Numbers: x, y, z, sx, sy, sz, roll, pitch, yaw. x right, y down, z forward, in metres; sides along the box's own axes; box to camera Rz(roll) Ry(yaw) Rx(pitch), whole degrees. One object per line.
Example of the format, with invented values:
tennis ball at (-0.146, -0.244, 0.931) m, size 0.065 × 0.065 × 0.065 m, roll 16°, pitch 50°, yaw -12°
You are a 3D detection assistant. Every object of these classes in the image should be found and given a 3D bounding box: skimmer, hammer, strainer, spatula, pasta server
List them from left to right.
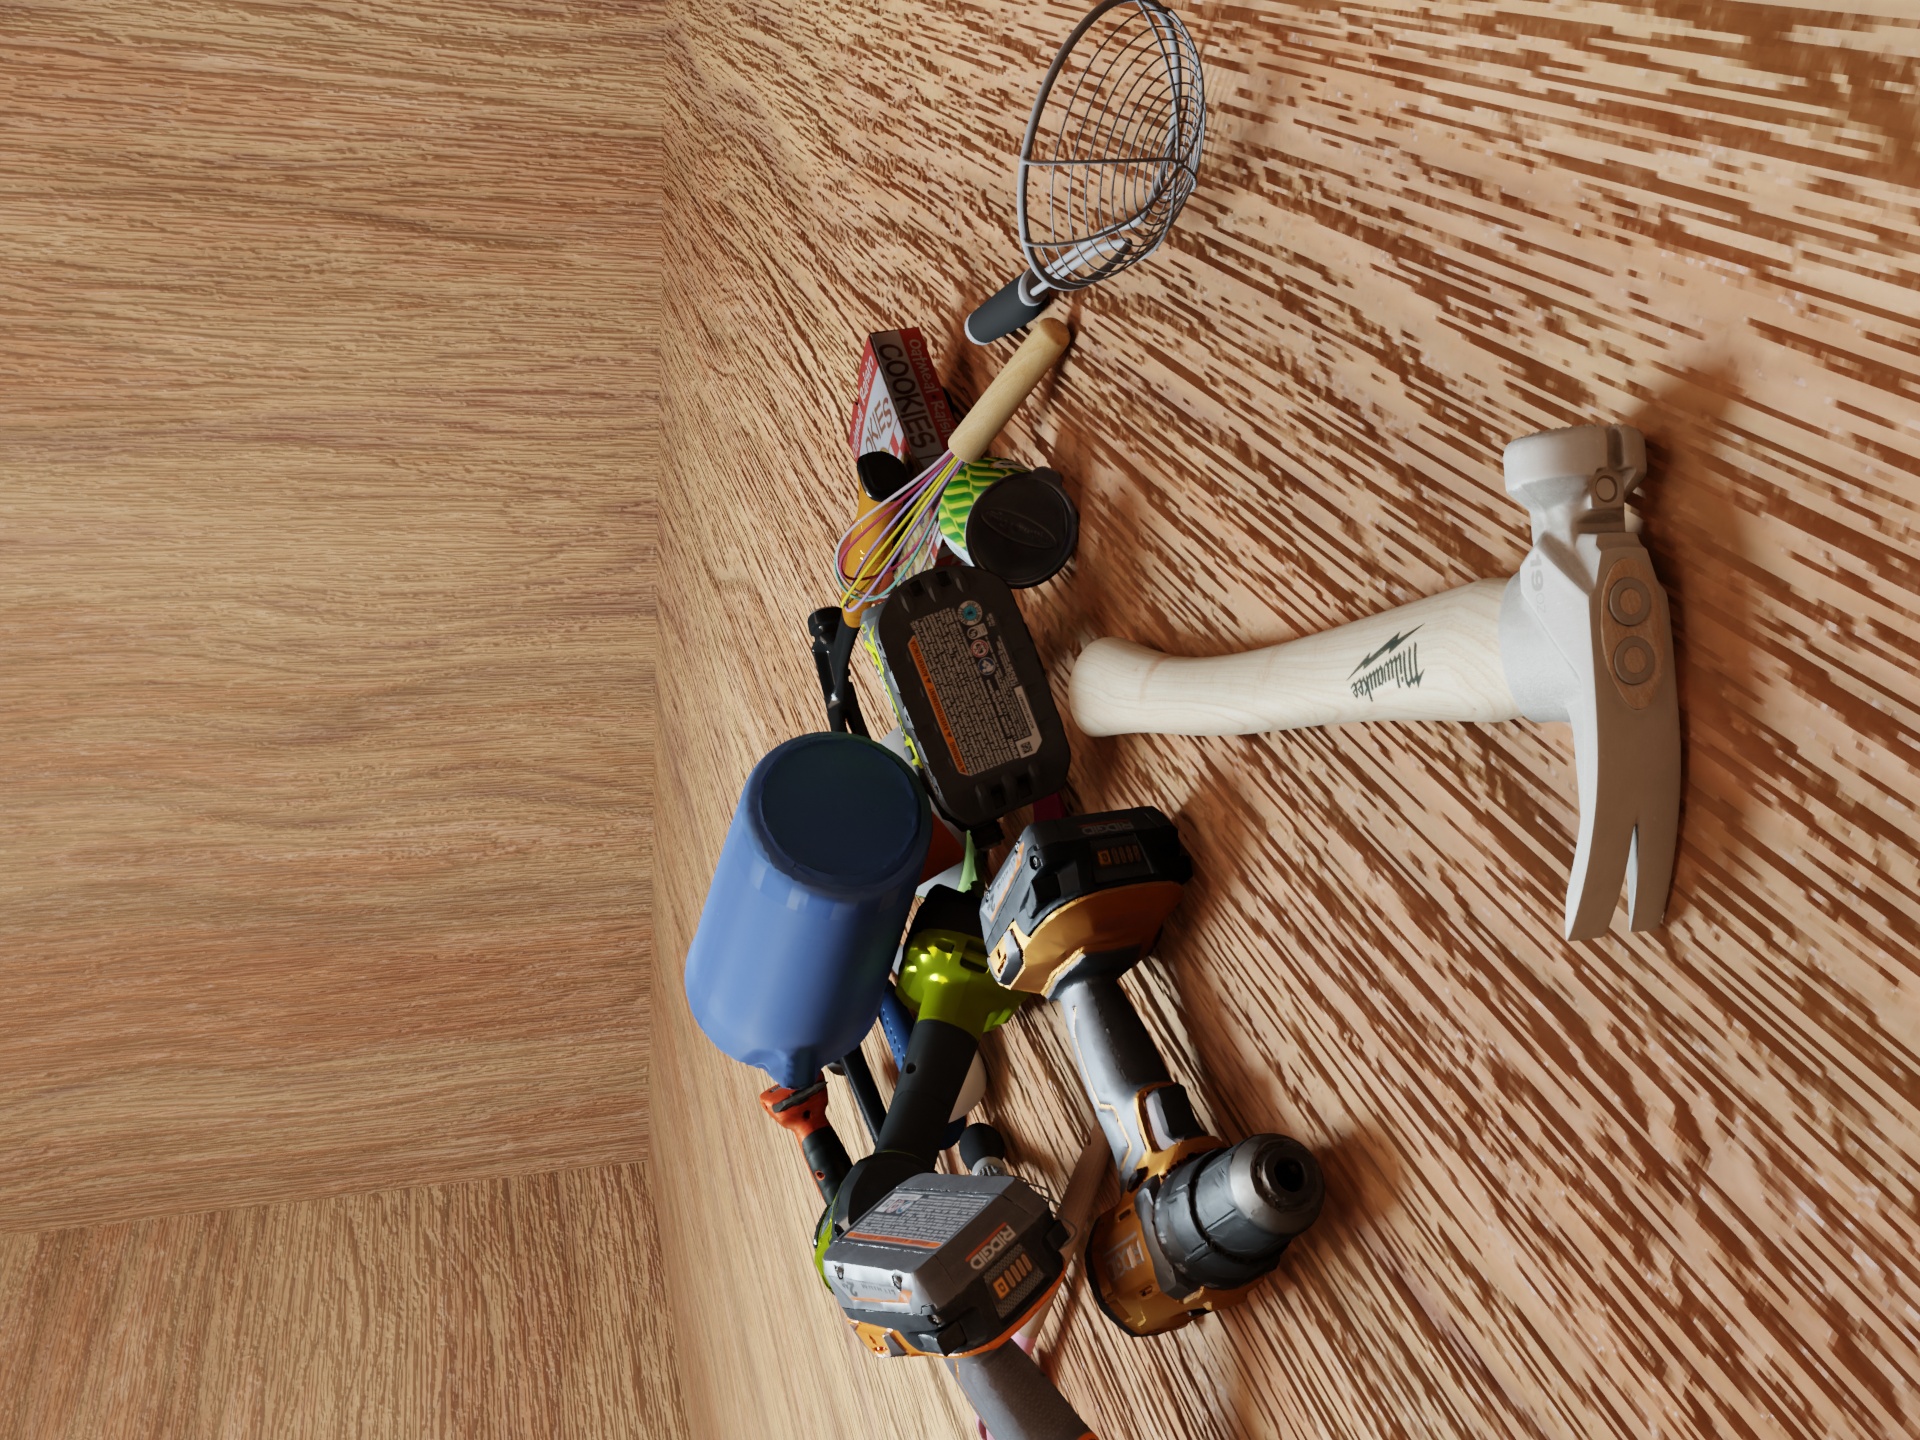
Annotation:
hammer at (-0.073, -0.087, 1.154) m, size 0.336 × 0.034 × 0.127 m, roll 114°, pitch 145°, yaw -66°
spatula at (-0.066, 0.117, 1.134) m, size 0.081 × 0.041 × 0.322 m, roll 46°, pitch 159°, yaw 6°
hammer at (-0.069, 0.213, 1.322) m, size 0.406 × 0.035 × 0.144 m, roll -128°, pitch 39°, yaw -63°
hammer at (-0.047, 0.333, 1.187) m, size 0.146 × 0.035 × 0.335 m, roll 84°, pitch 163°, yaw -45°
strainer at (-0.039, 0.009, 1.137) m, size 0.151 × 0.069 × 0.256 m, roll 162°, pitch 104°, yaw -73°
strainer at (-0.030, 0.308, 1.102) m, size 0.087 × 0.050 × 0.258 m, roll -107°, pitch 37°, yaw -79°
skimmer at (0.034, -0.257, 0.828) m, size 0.127 × 0.090 × 0.363 m, roll -60°, pitch 14°, yaw -5°
pasta server at (0.054, 0.348, 0.955) m, size 0.060 × 0.040 × 0.316 m, roll -113°, pitch 31°, yaw -50°
hammer at (0.129, -0.005, 0.638) m, size 0.411 × 0.038 × 0.146 m, roll 173°, pitch 93°, yaw -74°

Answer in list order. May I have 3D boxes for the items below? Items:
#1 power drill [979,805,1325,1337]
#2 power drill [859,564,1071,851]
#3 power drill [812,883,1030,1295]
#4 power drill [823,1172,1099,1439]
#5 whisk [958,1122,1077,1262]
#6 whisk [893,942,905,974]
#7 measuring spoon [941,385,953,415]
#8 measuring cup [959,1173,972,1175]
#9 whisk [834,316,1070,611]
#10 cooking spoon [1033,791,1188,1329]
power drill at (0.086, 0.153, 0.729) m, size 0.185 × 0.084 × 0.226 m, roll 115°, pitch 144°, yaw -57°
power drill at (-0.001, -0.003, 0.941) m, size 0.223 × 0.080 × 0.171 m, roll 149°, pitch 100°, yaw -83°
power drill at (-0.026, 0.231, 0.942) m, size 0.190 × 0.080 × 0.229 m, roll 111°, pitch 179°, yaw -60°
power drill at (0.044, 0.327, 0.743) m, size 0.226 × 0.084 × 0.164 m, roll 59°, pitch 147°, yaw -5°
whisk at (0.021, 0.283, 0.950) m, size 0.284 × 0.070 × 0.070 m, roll 150°, pitch 117°, yaw -86°
whisk at (-0.021, 0.166, 1.149) m, size 0.239 × 0.055 × 0.055 m, roll 132°, pitch 133°, yaw -73°
measuring spoon at (-0.001, -0.184, 1.088) m, size 0.042 × 0.021 × 0.129 m, roll 101°, pitch 150°, yaw -54°
measuring cup at (0.008, 0.336, 1.018) m, size 0.173 × 0.052 × 0.095 m, roll 115°, pitch 149°, yaw -73°
whisk at (-0.010, -0.150, 0.962) m, size 0.245 × 0.047 × 0.051 m, roll -48°, pitch 62°, yaw 38°
cooking spoon at (0.077, 0.166, 0.863) m, size 0.068 × 0.017 × 0.319 m, roll 105°, pitch 157°, yaw -55°
